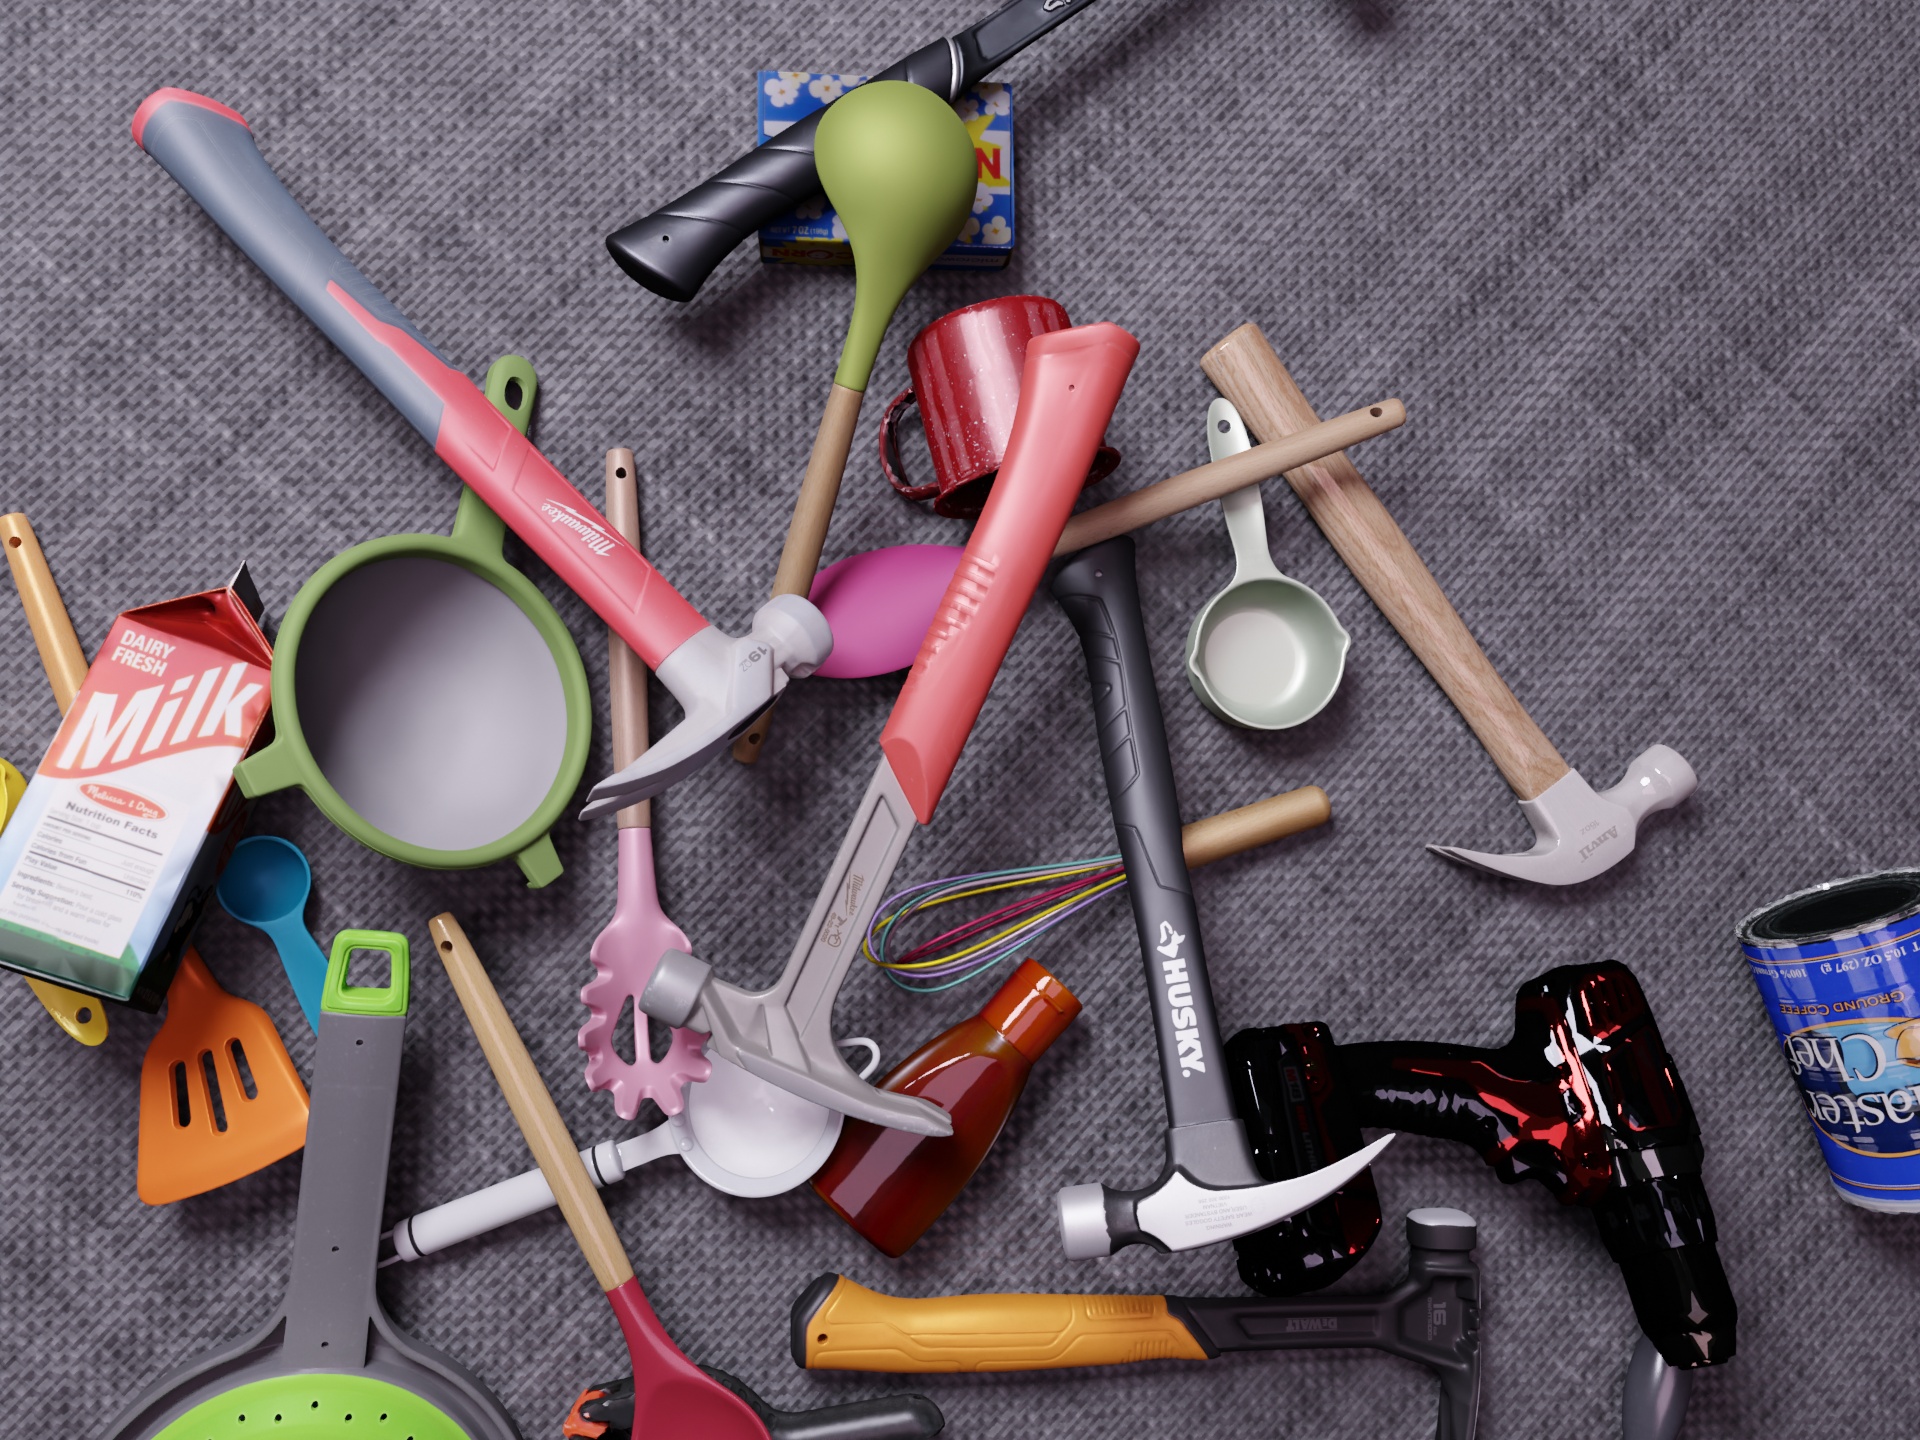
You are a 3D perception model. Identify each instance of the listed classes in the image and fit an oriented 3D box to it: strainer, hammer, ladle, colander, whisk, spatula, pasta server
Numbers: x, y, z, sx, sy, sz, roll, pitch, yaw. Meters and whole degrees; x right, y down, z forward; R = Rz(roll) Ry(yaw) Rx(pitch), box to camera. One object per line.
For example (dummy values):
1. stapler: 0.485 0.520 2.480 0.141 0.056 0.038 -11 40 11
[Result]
1. strainer: -0.243 -0.052 0.737 0.151 0.069 0.257 26 59 -40
2. hammer: 0.008 -0.327 0.762 0.409 0.036 0.149 -36 89 -8
3. ladle: -0.063 -0.132 0.741 0.078 0.062 0.320 9 108 -29
4. colander: -0.272 0.291 0.666 0.204 0.094 0.397 7 92 -15
5. hammer: 0.229 -0.058 0.810 0.130 0.031 0.331 -36 90 -8
6. whisk: 0.070 0.079 0.777 0.245 0.047 0.051 -17 87 -11
7. hammer: 0.096 0.067 0.734 0.146 0.035 0.335 -10 69 6
8. whisk: 0.316 0.435 0.777 0.070 0.070 0.285 19 79 -5
9. hammer: 0.087 0.301 0.767 0.337 0.034 0.127 2 85 -7
10. hammer: -0.236 -0.128 0.697 0.386 0.038 0.143 45 52 3
11. spatula: -0.381 0.054 0.725 0.081 0.041 0.322 -21 88 -9
12. strainer: -0.156 0.202 0.742 0.258 0.050 0.087 -21 72 -2
13. hammer: -0.001 -0.002 0.697 0.149 0.037 0.359 25 92 -4
14. ladle: -0.165 0.229 0.710 0.069 0.031 0.315 -27 86 3
15. pasta server: -0.153 0.023 0.745 0.060 0.040 0.316 -1 80 -16

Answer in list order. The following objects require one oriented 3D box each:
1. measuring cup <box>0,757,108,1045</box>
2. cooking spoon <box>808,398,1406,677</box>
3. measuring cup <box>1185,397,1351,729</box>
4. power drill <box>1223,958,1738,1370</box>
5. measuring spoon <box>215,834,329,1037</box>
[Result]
1. measuring cup: -0.422 0.080 0.714 0.062 0.029 0.156 -36 83 -3
2. cooking spoon: 0.063 -0.094 0.770 0.319 0.017 0.069 -20 64 2
3. measuring cup: 0.142 -0.077 0.799 0.083 0.038 0.167 -10 85 -7
4. power drill: 0.243 0.216 0.746 0.226 0.080 0.188 -6 64 -9
5. measuring spoon: -0.305 0.112 0.745 0.042 0.021 0.128 -25 98 -9
